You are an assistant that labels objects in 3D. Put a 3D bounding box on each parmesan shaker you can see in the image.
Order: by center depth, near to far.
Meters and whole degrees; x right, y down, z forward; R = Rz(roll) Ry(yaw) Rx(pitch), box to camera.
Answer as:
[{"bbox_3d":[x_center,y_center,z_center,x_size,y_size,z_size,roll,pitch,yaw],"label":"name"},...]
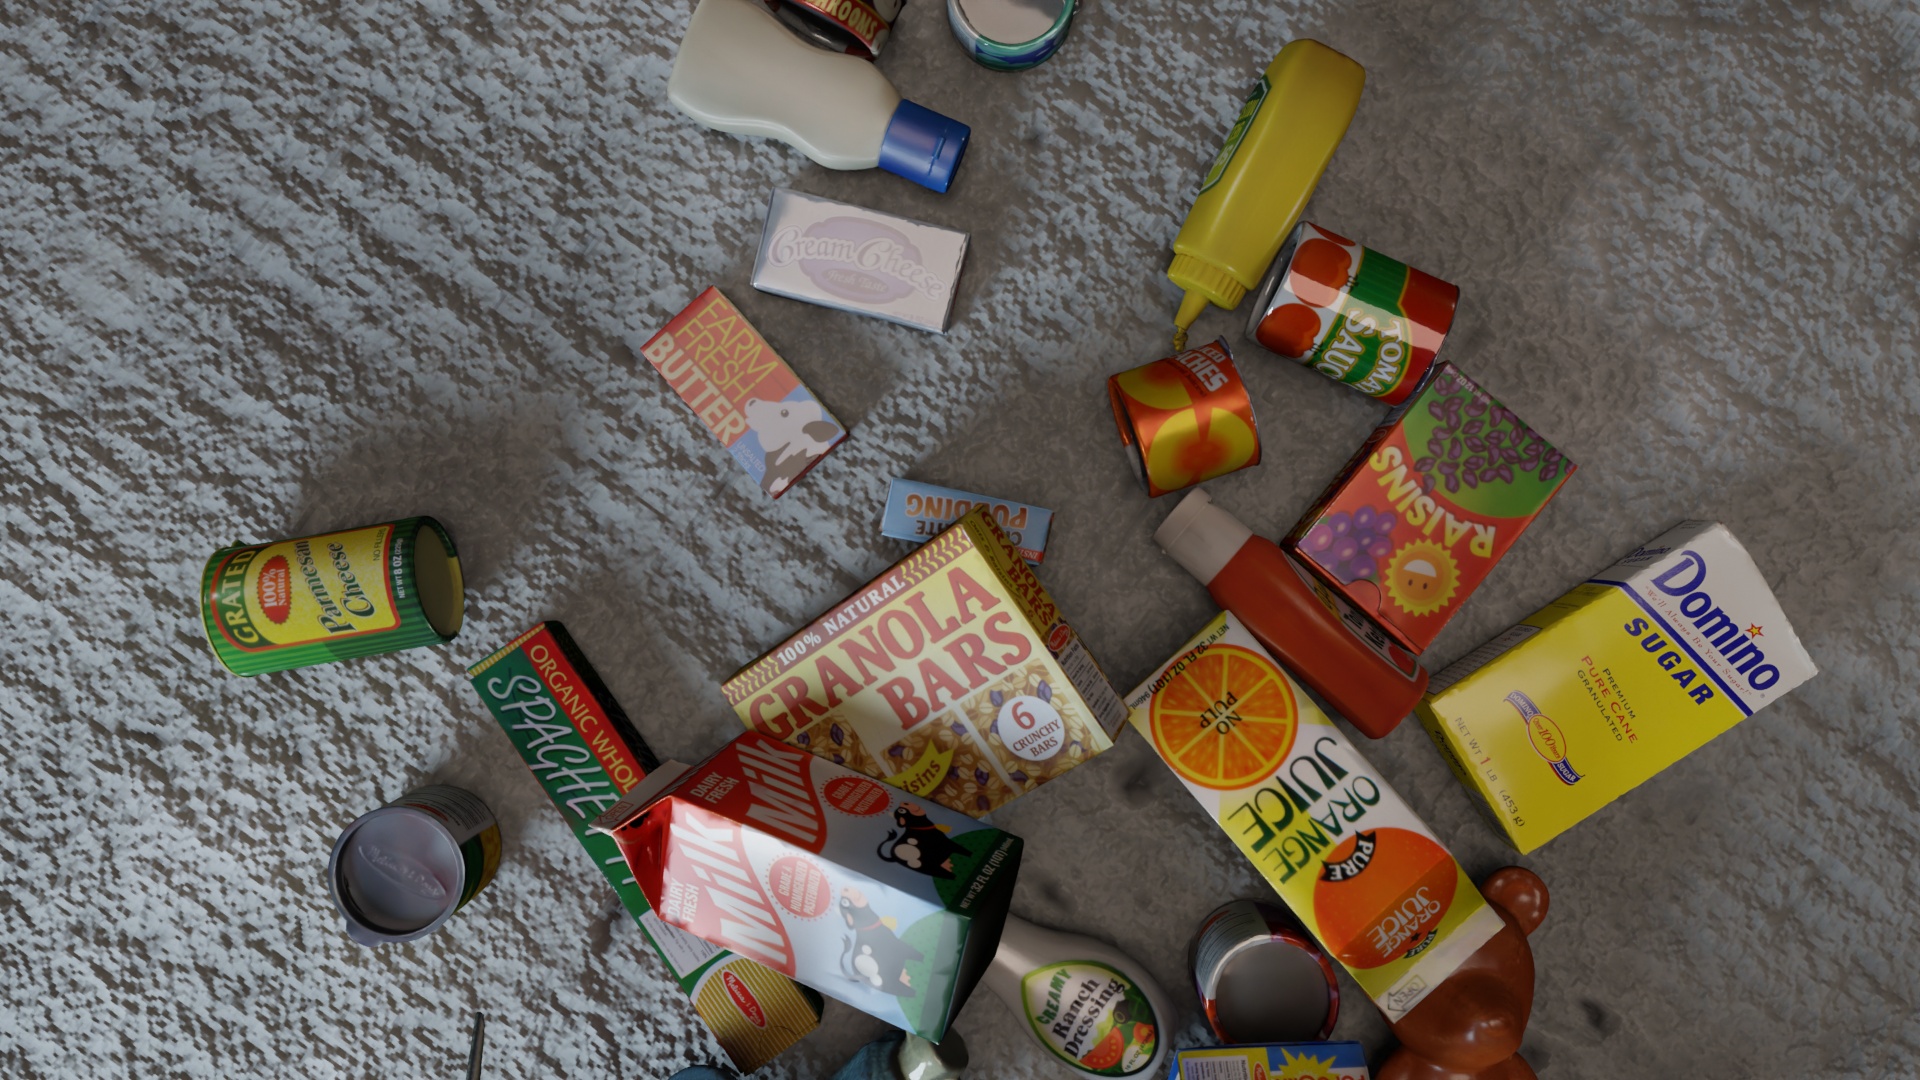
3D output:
[{"bbox_3d":[-0.311,0.025,0.693,0.103,0.071,0.071,-10,91,0],"label":"parmesan shaker"}]

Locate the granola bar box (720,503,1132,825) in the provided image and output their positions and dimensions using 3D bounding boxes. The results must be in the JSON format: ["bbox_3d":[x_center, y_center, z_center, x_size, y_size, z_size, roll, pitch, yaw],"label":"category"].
[{"bbox_3d":[-0.019,0.077,0.672,0.165,0.039,0.124,-34,92,27],"label":"granola bar box"}]

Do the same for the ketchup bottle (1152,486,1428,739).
[{"bbox_3d":[0.163,0.034,0.697,0.149,0.065,0.043,41,104,8],"label":"ketchup bottle"}]

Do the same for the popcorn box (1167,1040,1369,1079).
[{"bbox_3d":[0.142,0.277,0.666,0.085,0.126,0.038,-3,55,0],"label":"popcorn box"}]

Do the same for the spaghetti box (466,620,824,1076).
[{"bbox_3d":[-0.160,0.155,0.712,0.050,0.028,0.250,-34,90,0],"label":"spaghetti box"}]

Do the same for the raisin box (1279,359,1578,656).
[{"bbox_3d":[0.236,-0.016,0.706,0.086,0.040,0.123,40,91,-1],"label":"raisin box"}]

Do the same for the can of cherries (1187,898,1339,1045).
[{"bbox_3d":[0.154,0.222,0.698,0.071,0.058,0.071,0,90,0],"label":"can of cherries"}]

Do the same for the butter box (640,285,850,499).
[{"bbox_3d":[-0.110,-0.076,0.713,0.053,0.024,0.103,-42,91,0],"label":"butter box"}]

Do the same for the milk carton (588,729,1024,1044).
[{"bbox_3d":[-0.075,0.152,0.655,0.191,0.072,0.073,19,114,17],"label":"milk carton"}]

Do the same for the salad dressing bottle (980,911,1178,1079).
[{"bbox_3d":[0.037,0.219,0.705,0.148,0.044,0.064,32,92,0],"label":"salad dressing bottle"}]

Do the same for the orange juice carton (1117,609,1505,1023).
[{"bbox_3d":[0.165,0.130,0.666,0.072,0.073,0.193,-41,74,1],"label":"orange juice carton"}]

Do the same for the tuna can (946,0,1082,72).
[{"bbox_3d":[0.028,-0.276,0.706,0.071,0.033,0.071,0,91,1],"label":"tuna can"}]

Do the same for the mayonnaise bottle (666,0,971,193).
[{"bbox_3d":[-0.069,-0.221,0.704,0.148,0.041,0.064,23,96,-1],"label":"mayonnaise bottle"}]

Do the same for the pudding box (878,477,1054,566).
[{"bbox_3d":[0.002,-0.009,0.700,0.084,0.049,0.030,12,90,0],"label":"pudding box"}]

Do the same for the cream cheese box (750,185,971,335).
[{"bbox_3d":[-0.051,-0.143,0.712,0.104,0.024,0.053,14,90,0],"label":"cream cheese box"}]

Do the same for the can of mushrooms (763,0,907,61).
[{"bbox_3d":[-0.063,-0.269,0.688,0.071,0.071,0.033,27,93,0],"label":"can of mushrooms"}]

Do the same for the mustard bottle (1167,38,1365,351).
[{"bbox_3d":[0.143,-0.168,0.693,0.049,0.065,0.160,28,94,-4],"label":"mustard bottle"}]

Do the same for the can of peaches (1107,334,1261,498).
[{"bbox_3d":[0.110,-0.062,0.690,0.058,0.071,0.071,-18,91,1],"label":"can of peaches"}]

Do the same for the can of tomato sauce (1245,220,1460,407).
[{"bbox_3d":[0.193,-0.111,0.690,0.083,0.071,0.071,24,91,0],"label":"can of tomato sauce"}]

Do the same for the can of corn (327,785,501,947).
[{"bbox_3d":[-0.273,0.163,0.698,0.071,0.058,0.071,0,91,0],"label":"can of corn"}]
